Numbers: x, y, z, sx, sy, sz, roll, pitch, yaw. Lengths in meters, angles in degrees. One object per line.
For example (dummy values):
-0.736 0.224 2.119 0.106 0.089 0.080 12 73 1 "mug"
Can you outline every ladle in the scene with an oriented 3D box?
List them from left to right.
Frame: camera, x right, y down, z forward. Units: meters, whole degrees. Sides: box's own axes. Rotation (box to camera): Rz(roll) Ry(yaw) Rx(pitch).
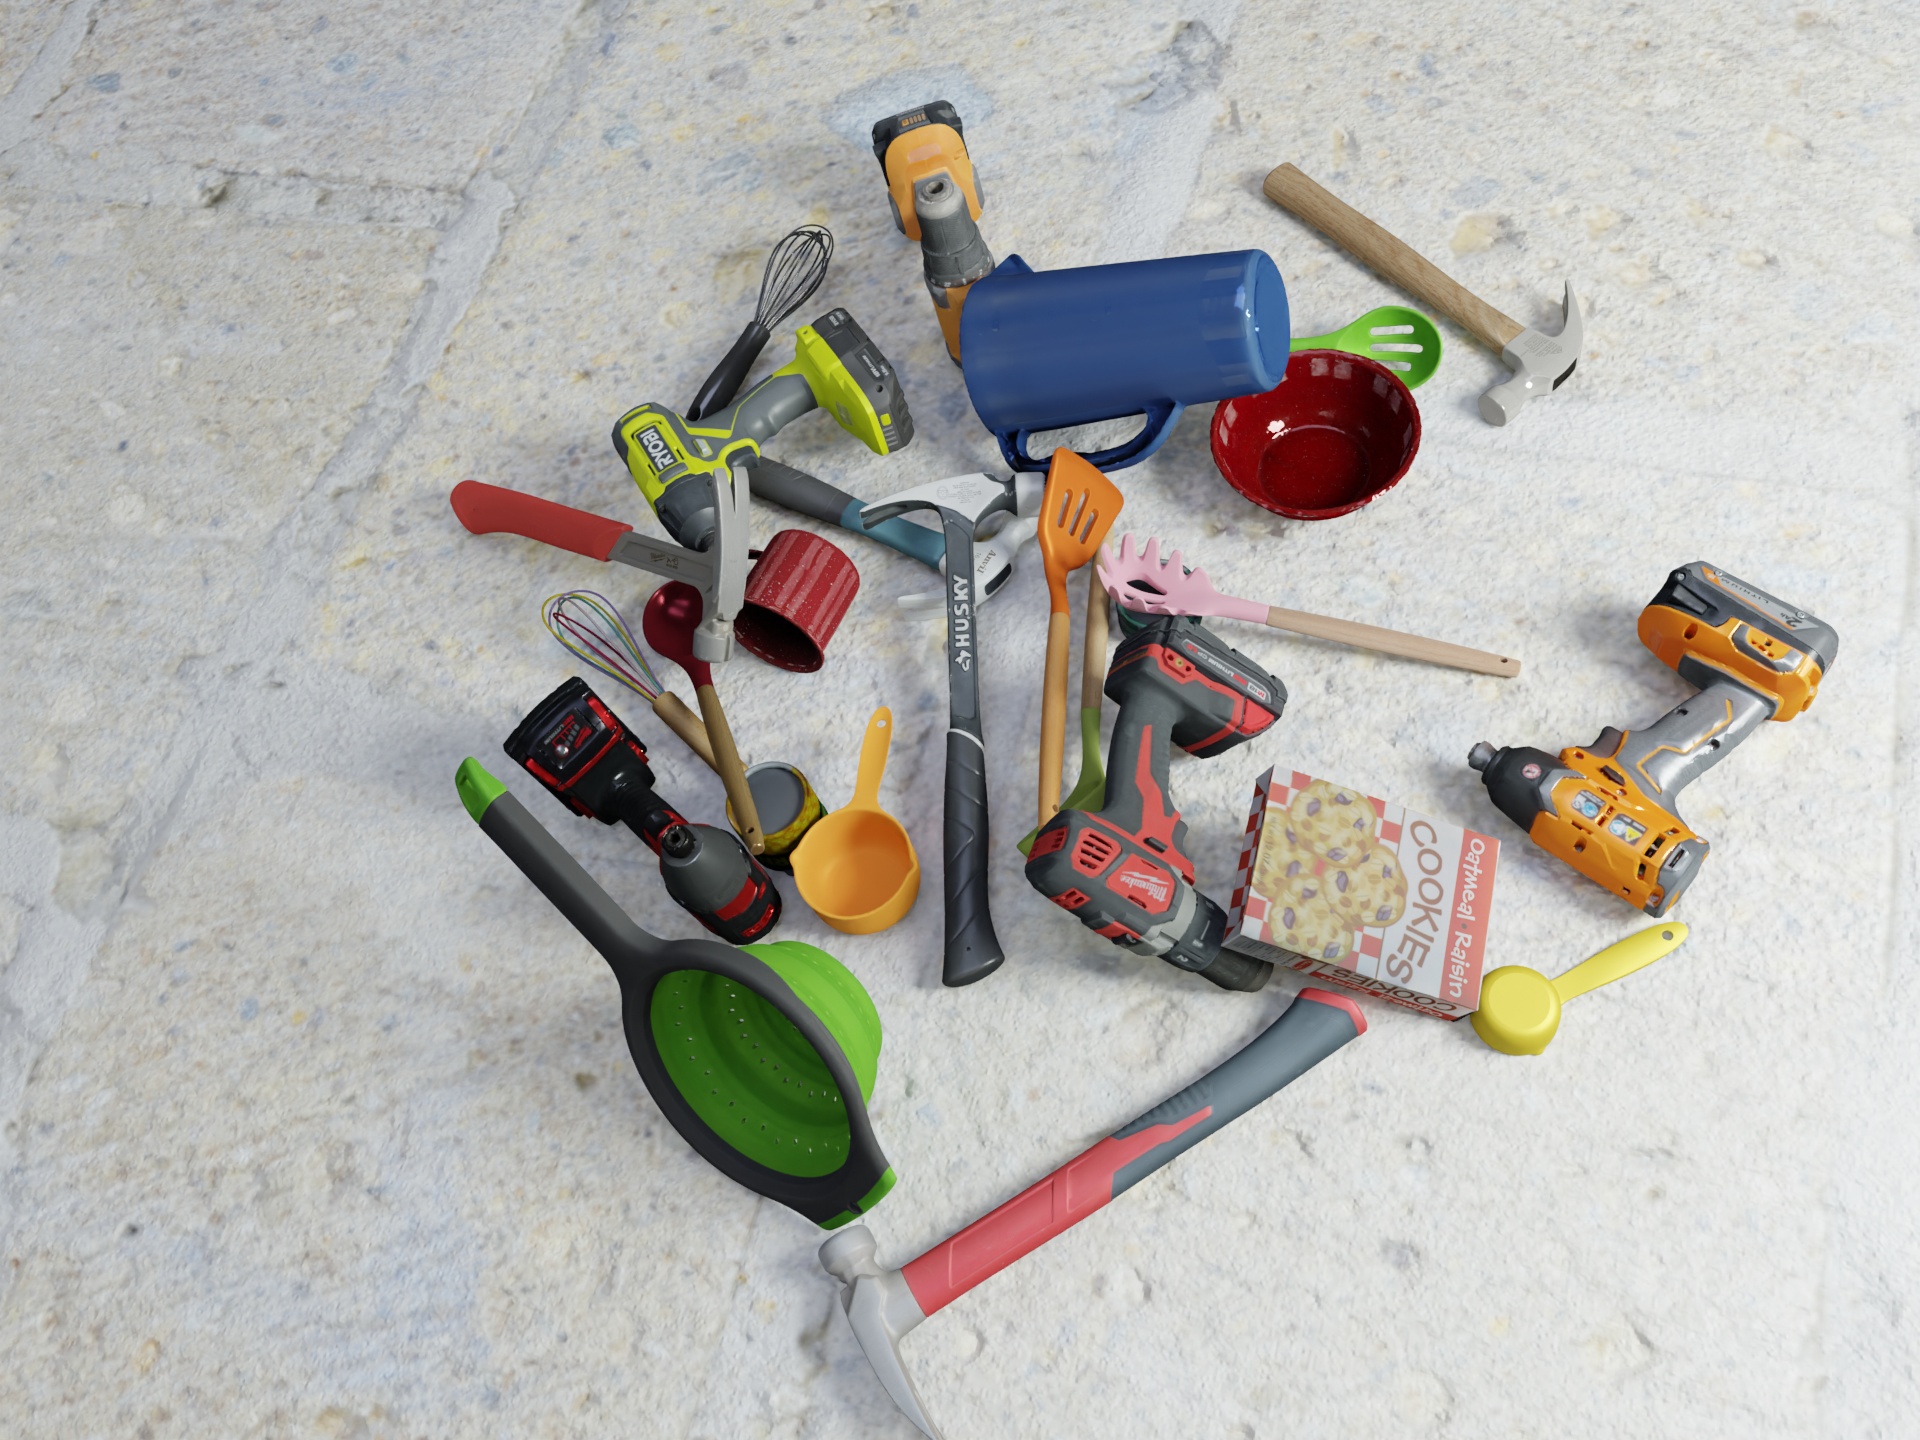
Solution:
-0.190 -0.008 1.221 0.069 0.031 0.316 -24 44 -2 "ladle"
0.090 -0.033 1.203 0.062 0.078 0.320 22 56 -22 "ladle"

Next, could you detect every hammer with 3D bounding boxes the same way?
-0.303 -0.161 1.298 0.359 0.036 0.149 20 111 38 "hammer"
-0.103 -0.180 1.334 0.331 0.033 0.128 25 69 23 "hammer"
-0.002 -0.004 1.194 0.149 0.036 0.409 -2 68 3 "hammer"
0.105 0.303 1.028 0.386 0.038 0.143 -31 62 -5 "hammer"
0.381 -0.380 1.338 0.130 0.031 0.332 -38 61 -9 "hammer"

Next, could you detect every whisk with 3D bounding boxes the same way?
-0.256 -0.026 1.279 0.245 0.047 0.051 42 109 23 "whisk"
-0.185 -0.354 1.439 0.055 0.055 0.239 23 74 22 "whisk"

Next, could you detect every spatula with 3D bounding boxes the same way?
0.078 -0.061 1.175 0.041 0.081 0.323 -27 44 38 "spatula"

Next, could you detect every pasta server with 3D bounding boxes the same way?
0.255 -0.076 1.174 0.316 0.040 0.060 13 58 8 "pasta server"

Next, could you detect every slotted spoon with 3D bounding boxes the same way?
0.243 -0.316 1.331 0.314 0.070 0.031 8 22 20 "slotted spoon"

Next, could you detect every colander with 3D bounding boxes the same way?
-0.177 0.158 1.071 0.397 0.204 0.094 46 44 4 "colander"

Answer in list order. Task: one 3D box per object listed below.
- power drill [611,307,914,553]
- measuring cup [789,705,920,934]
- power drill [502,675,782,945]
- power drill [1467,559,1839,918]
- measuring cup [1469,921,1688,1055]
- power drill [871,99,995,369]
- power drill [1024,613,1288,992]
-0.159 -0.232 1.313 0.223 0.080 0.171 -31 56 -6 "power drill"
-0.066 0.076 1.180 0.095 0.052 0.174 2 61 13 "measuring cup"
-0.230 0.068 1.167 0.220 0.143 0.078 38 78 29 "power drill"
0.468 0.003 1.089 0.164 0.084 0.226 35 78 26 "power drill"
0.408 0.166 1.041 0.156 0.029 0.062 -26 60 -1 "measuring cup"
-0.017 -0.436 1.369 0.084 0.185 0.226 -17 57 5 "power drill"
0.156 0.062 1.098 0.187 0.080 0.227 32 59 -16 "power drill"
